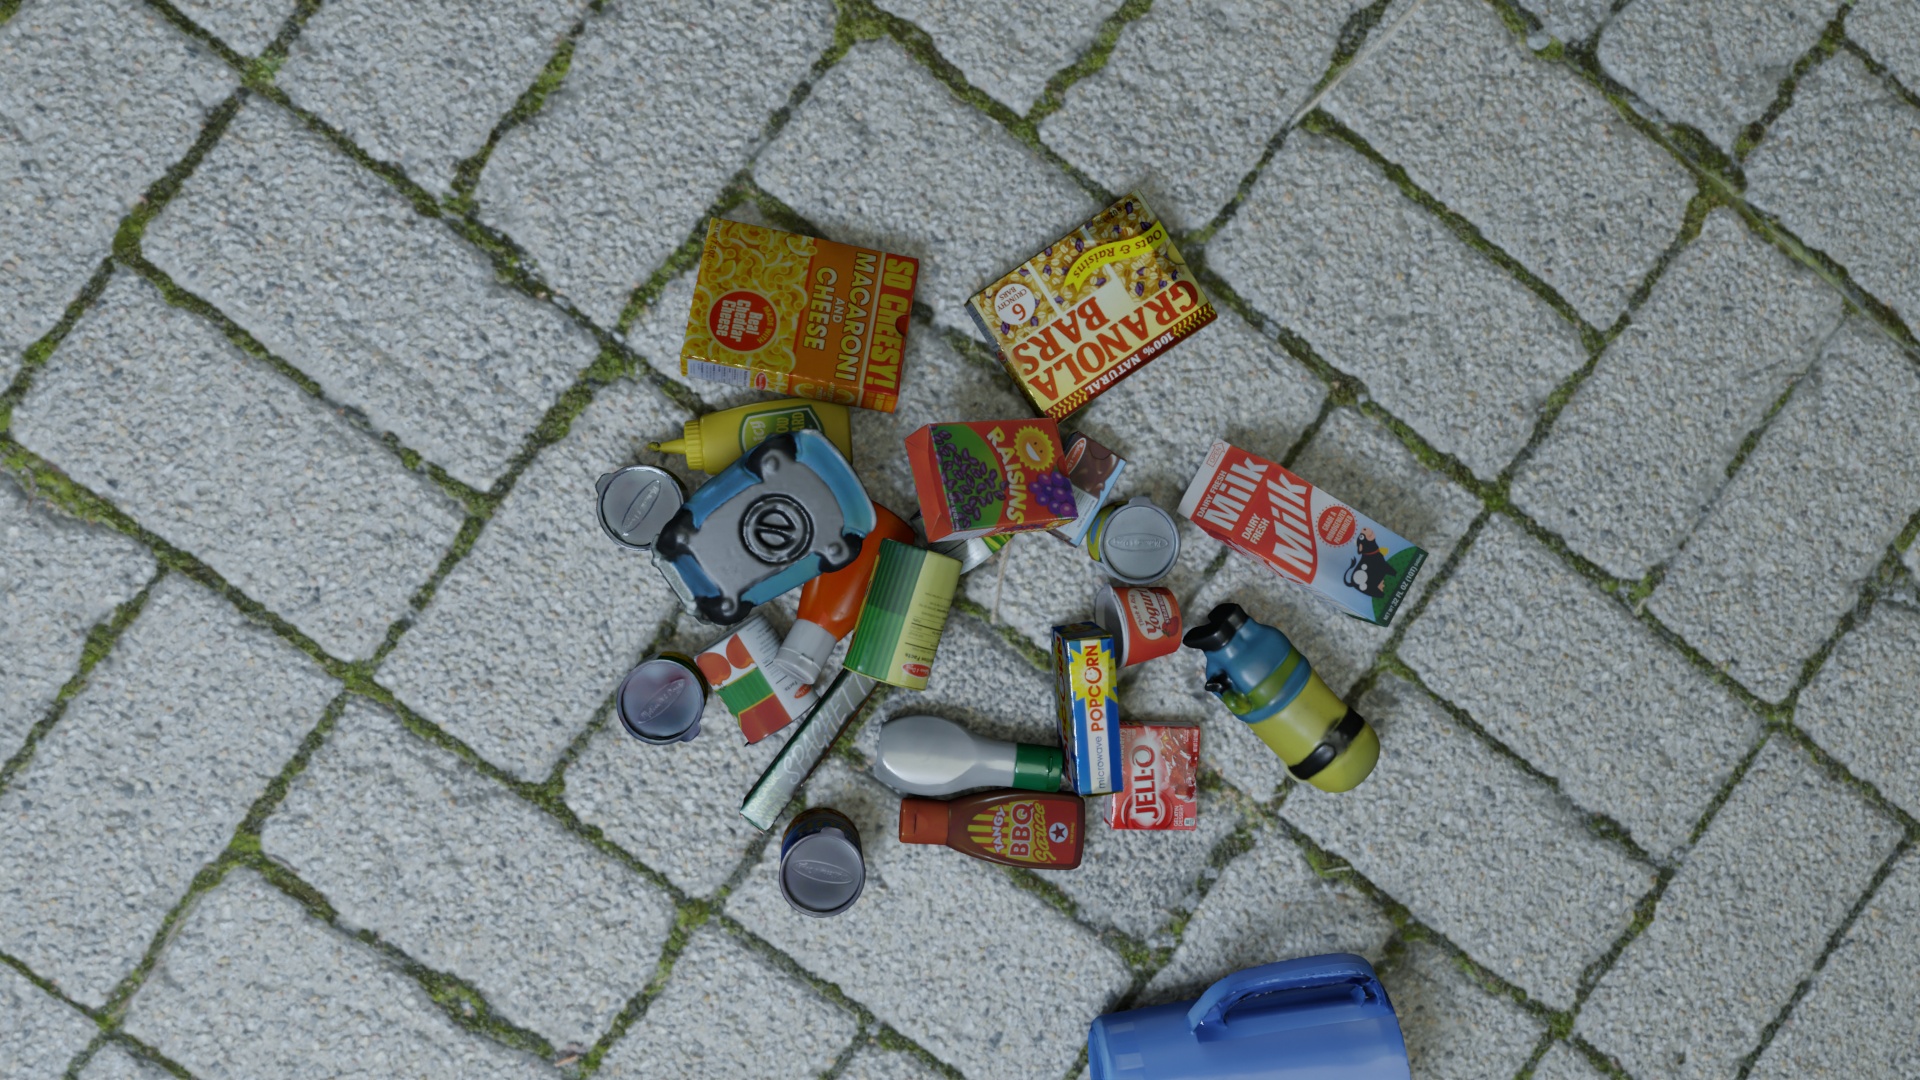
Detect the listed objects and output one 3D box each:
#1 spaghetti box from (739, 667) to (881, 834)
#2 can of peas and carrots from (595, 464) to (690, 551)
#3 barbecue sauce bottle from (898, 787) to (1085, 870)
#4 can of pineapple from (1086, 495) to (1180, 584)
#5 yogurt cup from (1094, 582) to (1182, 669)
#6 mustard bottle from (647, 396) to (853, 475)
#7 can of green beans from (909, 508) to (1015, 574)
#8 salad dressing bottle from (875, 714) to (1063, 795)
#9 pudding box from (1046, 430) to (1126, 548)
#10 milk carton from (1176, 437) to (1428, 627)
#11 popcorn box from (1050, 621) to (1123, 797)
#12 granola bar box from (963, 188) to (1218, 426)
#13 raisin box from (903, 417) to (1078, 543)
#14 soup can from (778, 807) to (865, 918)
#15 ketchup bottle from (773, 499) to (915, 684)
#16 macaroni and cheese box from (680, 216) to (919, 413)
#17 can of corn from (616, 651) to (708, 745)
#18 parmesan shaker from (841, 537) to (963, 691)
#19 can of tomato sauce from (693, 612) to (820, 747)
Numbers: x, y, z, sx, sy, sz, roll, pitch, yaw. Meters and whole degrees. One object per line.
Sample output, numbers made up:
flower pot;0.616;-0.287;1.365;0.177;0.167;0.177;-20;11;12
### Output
spaghetti box;-0.091;0.124;1.110;0.028;0.050;0.250;38;88;-5
can of peas and carrots;-0.248;-0.028;1.081;0.071;0.059;0.071;0;92;-6
barbecue sauce bottle;0.025;0.232;1.132;0.149;0.043;0.065;5;86;-6
can of pineapple;0.140;-0.001;1.126;0.071;0.058;0.071;0;93;-7
yogurt cup;0.145;0.068;1.128;0.054;0.072;0.072;-7;94;-14
mustard bottle;-0.165;-0.077;1.093;0.160;0.049;0.065;-5;88;-6
can of green beans;0.003;-0.013;1.106;0.071;0.071;0.058;-36;97;-3
salad dressing bottle;0.007;0.177;1.119;0.148;0.044;0.064;7;69;-1
pudding box;0.094;-0.041;1.133;0.049;0.030;0.083;30;89;-6
milk carton;0.273;-0.008;1.133;0.190;0.073;0.072;29;90;-7
popcorn box;0.101;0.134;1.114;0.038;0.085;0.126;-5;94;-5
granola bar box;0.106;-0.186;1.123;0.166;0.039;0.124;-34;96;-3
raisin box;0.025;-0.048;1.066;0.124;0.040;0.086;-6;77;-36
soup can;-0.109;0.250;1.097;0.071;0.084;0.071;0;93;-7
ketchup bottle;-0.094;0.040;1.083;0.064;0.043;0.149;35;66;-14
macaroni and cheese box;-0.123;-0.174;1.078;0.166;0.040;0.124;10;70;-7
can of corn;-0.231;0.124;1.091;0.071;0.058;0.071;0;93;-6
parmesan shaker;-0.042;0.056;1.055;0.071;0.071;0.103;17;88;-7
can of tomato sauce;-0.162;0.109;1.094;0.071;0.071;0.083;-33;95;-4
